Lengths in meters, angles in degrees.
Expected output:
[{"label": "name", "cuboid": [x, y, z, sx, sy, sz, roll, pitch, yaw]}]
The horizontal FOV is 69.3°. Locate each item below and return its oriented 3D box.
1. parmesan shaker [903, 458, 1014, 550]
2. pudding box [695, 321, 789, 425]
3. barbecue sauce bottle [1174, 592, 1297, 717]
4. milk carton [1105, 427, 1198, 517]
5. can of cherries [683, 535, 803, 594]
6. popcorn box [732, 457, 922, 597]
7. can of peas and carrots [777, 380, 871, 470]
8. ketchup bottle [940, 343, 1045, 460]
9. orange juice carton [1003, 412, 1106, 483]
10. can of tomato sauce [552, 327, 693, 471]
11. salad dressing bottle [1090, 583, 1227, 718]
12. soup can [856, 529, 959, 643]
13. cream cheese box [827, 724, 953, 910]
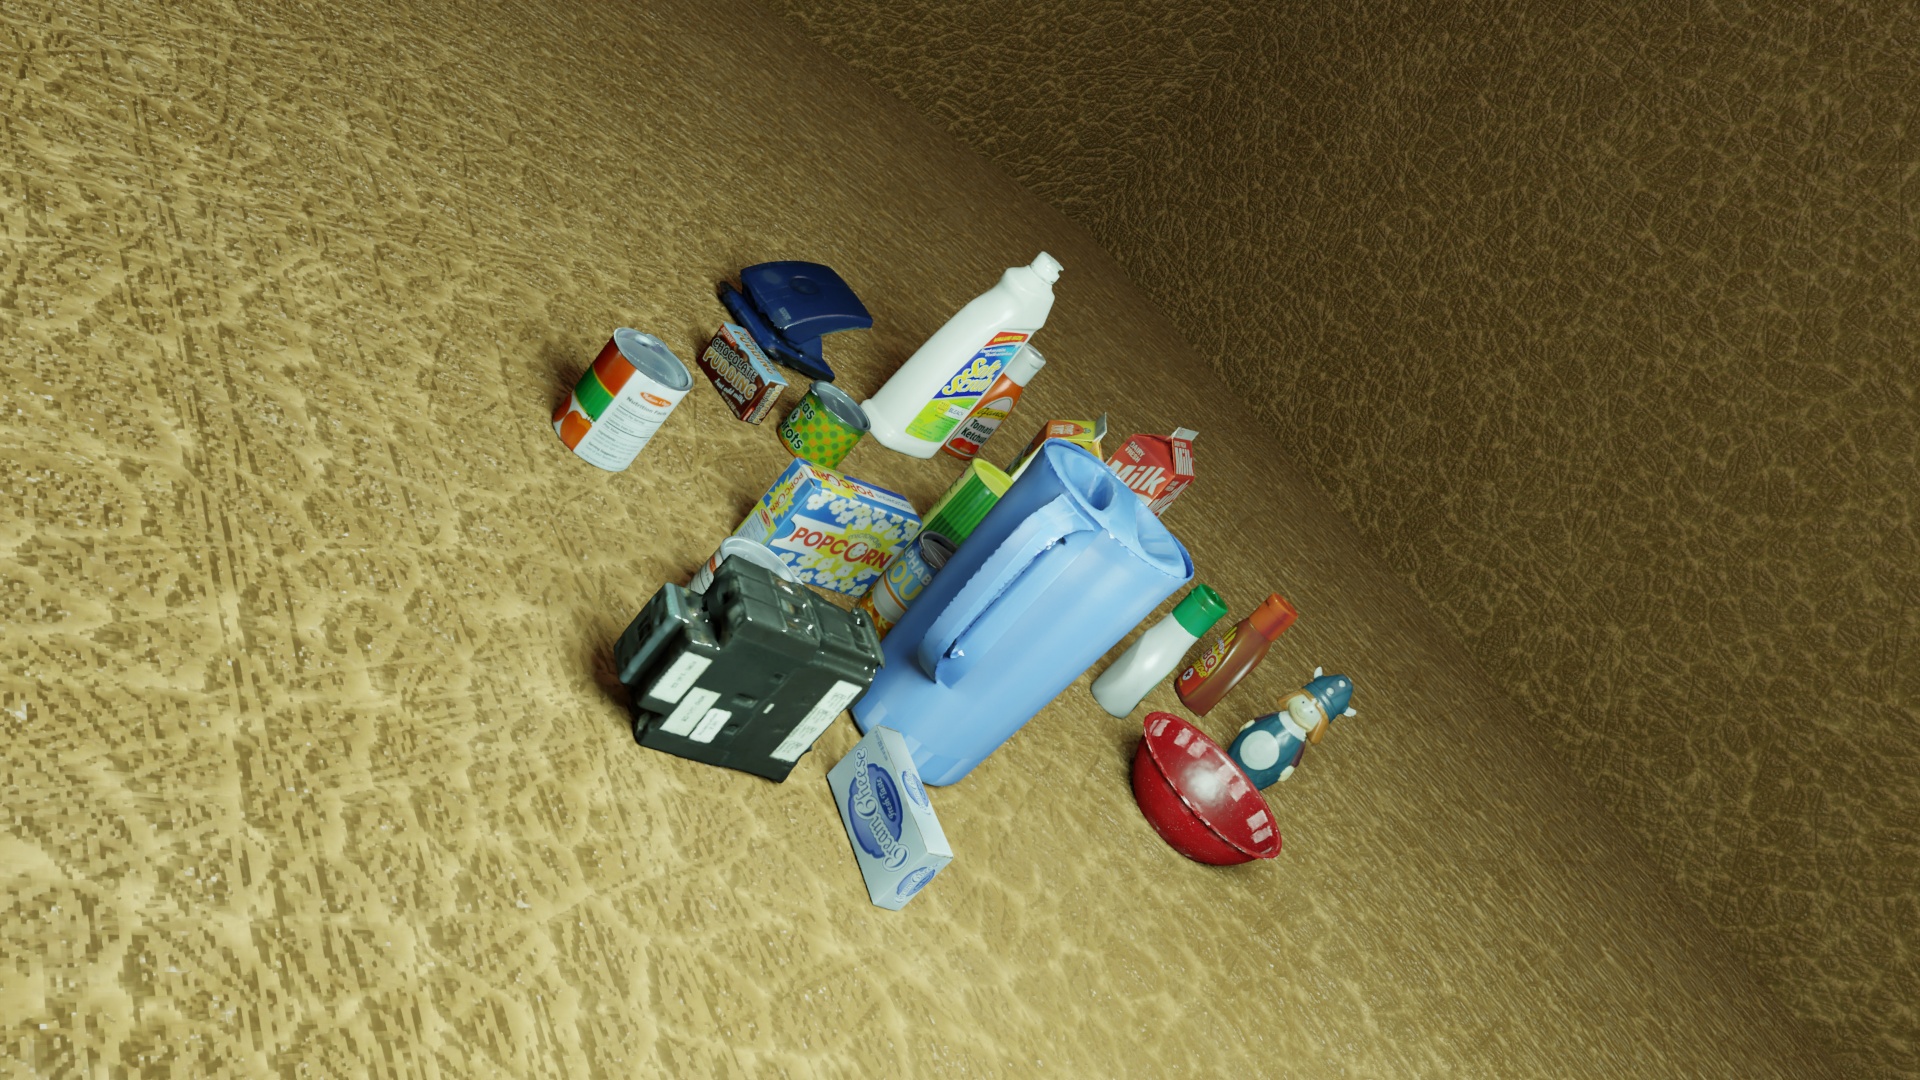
[{"label": "parmesan shaker", "cuboid": [0.005, -0.016, 1.269, 0.071, 0.102, 0.071, 37, 20, -16]}, {"label": "pudding box", "cuboid": [-0.196, -0.150, 1.249, 0.084, 0.049, 0.030, 52, 21, 26]}, {"label": "barbecue sauce bottle", "cuboid": [0.292, 0.119, 1.467, 0.043, 0.148, 0.065, 38, 19, -13]}, {"label": "milk carton", "cuboid": [0.198, -0.058, 1.599, 0.073, 0.190, 0.072, 49, 20, 19]}, {"label": "can of cherries", "cuboid": [-0.147, 0.041, 0.925, 0.071, 0.058, 0.072, 37, 20, -16]}, {"label": "popcorn box", "cuboid": [-0.101, -0.008, 1.076, 0.126, 0.085, 0.038, 19, 30, -48]}, {"label": "can of peas and carrots", "cuboid": [-0.127, -0.104, 1.270, 0.071, 0.058, 0.071, 37, 20, -16]}, {"label": "ketchup bottle", "cuboid": [0.033, -0.158, 1.555, 0.065, 0.148, 0.044, 21, 28, -47]}, {"label": "orange juice carton", "cuboid": [0.075, -0.045, 1.331, 0.073, 0.192, 0.072, 40, 19, -8]}, {"label": "can of tomato sauce", "cuboid": [-0.245, -0.102, 1.003, 0.071, 0.083, 0.071, 37, 20, -16]}, {"label": "salad dressing bottle", "cuboid": [0.186, 0.103, 1.300, 0.044, 0.147, 0.064, 42, 19, -3]}, {"label": "soup can", "cuboid": [-0.034, 0.043, 1.099, 0.071, 0.083, 0.071, 37, 20, -16]}, {"label": "cream cheese box", "cuboid": [-0.045, 0.170, 0.857, 0.024, 0.053, 0.104, 25, 25, -40]}]
